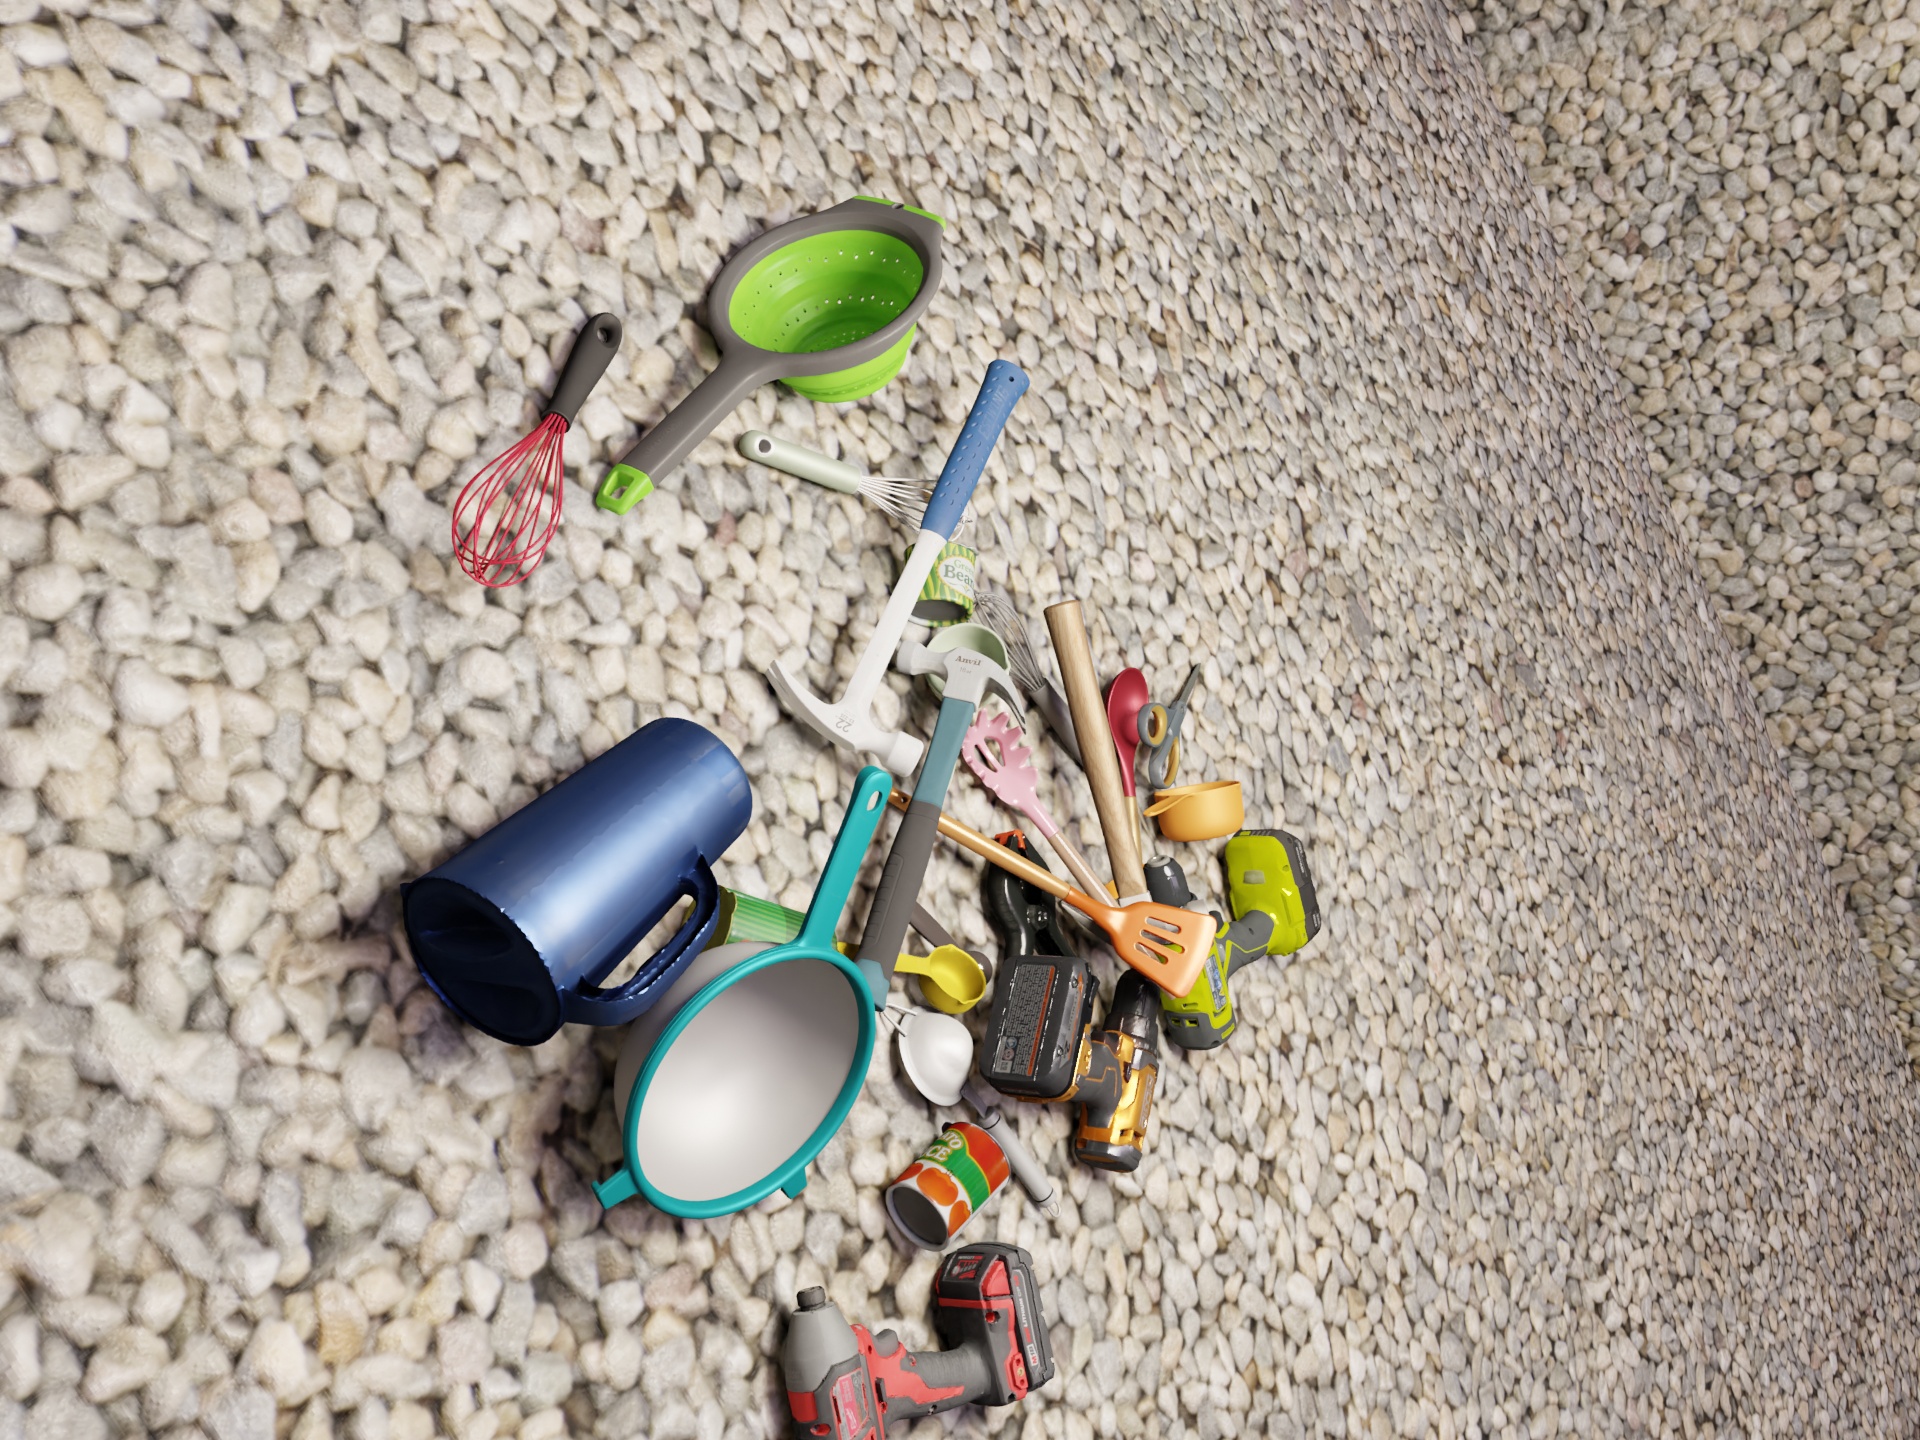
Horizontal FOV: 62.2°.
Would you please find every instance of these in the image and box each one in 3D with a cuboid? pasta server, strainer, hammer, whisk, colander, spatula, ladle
[{"bbox_3d":[0.103,0.125,1.448,0.060,0.040,0.316,-37,89,-18],"label":"pasta server"},{"bbox_3d":[0.021,0.329,1.347,0.258,0.050,0.087,57,31,-19],"label":"strainer"},{"bbox_3d":[-0.033,-0.155,1.383,0.144,0.035,0.406,28,65,-10],"label":"hammer"},{"bbox_3d":[-0.089,-0.211,1.415,0.246,0.059,0.058,15,89,-36],"label":"whisk"},{"bbox_3d":[0.075,-0.031,1.516,0.238,0.055,0.055,51,47,-25],"label":"whisk"},{"bbox_3d":[-0.154,-0.284,1.338,0.397,0.205,0.094,-51,149,-25],"label":"colander"},{"bbox_3d":[0.130,0.052,1.482,0.031,0.130,0.331,5,71,-86],"label":"hammer"},{"bbox_3d":[-0.144,0.178,1.121,0.210,0.095,0.340,17,97,-49],"label":"strainer"},{"bbox_3d":[0.076,0.139,1.400,0.322,0.041,0.081,30,75,-13],"label":"spatula"},{"bbox_3d":[-0.034,0.083,1.329,0.033,0.128,0.331,79,25,-60],"label":"hammer"},{"bbox_3d":[-0.309,-0.210,1.190,0.073,0.073,0.296,39,46,-29],"label":"whisk"},{"bbox_3d":[0.171,0.102,1.579,0.069,0.031,0.315,13,69,-47],"label":"ladle"}]

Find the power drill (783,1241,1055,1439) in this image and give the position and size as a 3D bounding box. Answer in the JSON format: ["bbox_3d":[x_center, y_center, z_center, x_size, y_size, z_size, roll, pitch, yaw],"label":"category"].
[{"bbox_3d":[-0.038,0.479,1.212,0.219,0.078,0.143,-6,81,-43],"label":"power drill"}]

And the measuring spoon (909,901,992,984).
[{"bbox_3d":[-0.012,0.188,1.373,0.124,0.018,0.034,46,49,-23],"label":"measuring spoon"}]

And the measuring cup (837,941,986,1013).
[{"bbox_3d":[-0.051,0.210,1.324,0.156,0.029,0.062,15,39,-27],"label":"measuring cup"}]

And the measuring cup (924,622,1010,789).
[{"bbox_3d":[-0.002,-0.005,1.419,0.038,0.083,0.168,68,32,-67],"label":"measuring cup"}]

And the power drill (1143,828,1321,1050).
[{"bbox_3d":[0.263,0.194,1.588,0.228,0.080,0.190,-28,107,-45],"label":"power drill"}]

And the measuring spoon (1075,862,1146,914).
[{"bbox_3d":[0.153,0.160,1.536,0.117,0.011,0.021,-21,93,-34],"label":"measuring spoon"}]

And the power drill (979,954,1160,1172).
[{"bbox_3d":[0.112,0.276,1.394,0.226,0.084,0.185,46,50,-47],"label":"power drill"}]

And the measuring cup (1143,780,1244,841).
[{"bbox_3d":[0.222,0.098,1.572,0.173,0.095,0.052,-16,97,-59],"label":"measuring cup"}]
